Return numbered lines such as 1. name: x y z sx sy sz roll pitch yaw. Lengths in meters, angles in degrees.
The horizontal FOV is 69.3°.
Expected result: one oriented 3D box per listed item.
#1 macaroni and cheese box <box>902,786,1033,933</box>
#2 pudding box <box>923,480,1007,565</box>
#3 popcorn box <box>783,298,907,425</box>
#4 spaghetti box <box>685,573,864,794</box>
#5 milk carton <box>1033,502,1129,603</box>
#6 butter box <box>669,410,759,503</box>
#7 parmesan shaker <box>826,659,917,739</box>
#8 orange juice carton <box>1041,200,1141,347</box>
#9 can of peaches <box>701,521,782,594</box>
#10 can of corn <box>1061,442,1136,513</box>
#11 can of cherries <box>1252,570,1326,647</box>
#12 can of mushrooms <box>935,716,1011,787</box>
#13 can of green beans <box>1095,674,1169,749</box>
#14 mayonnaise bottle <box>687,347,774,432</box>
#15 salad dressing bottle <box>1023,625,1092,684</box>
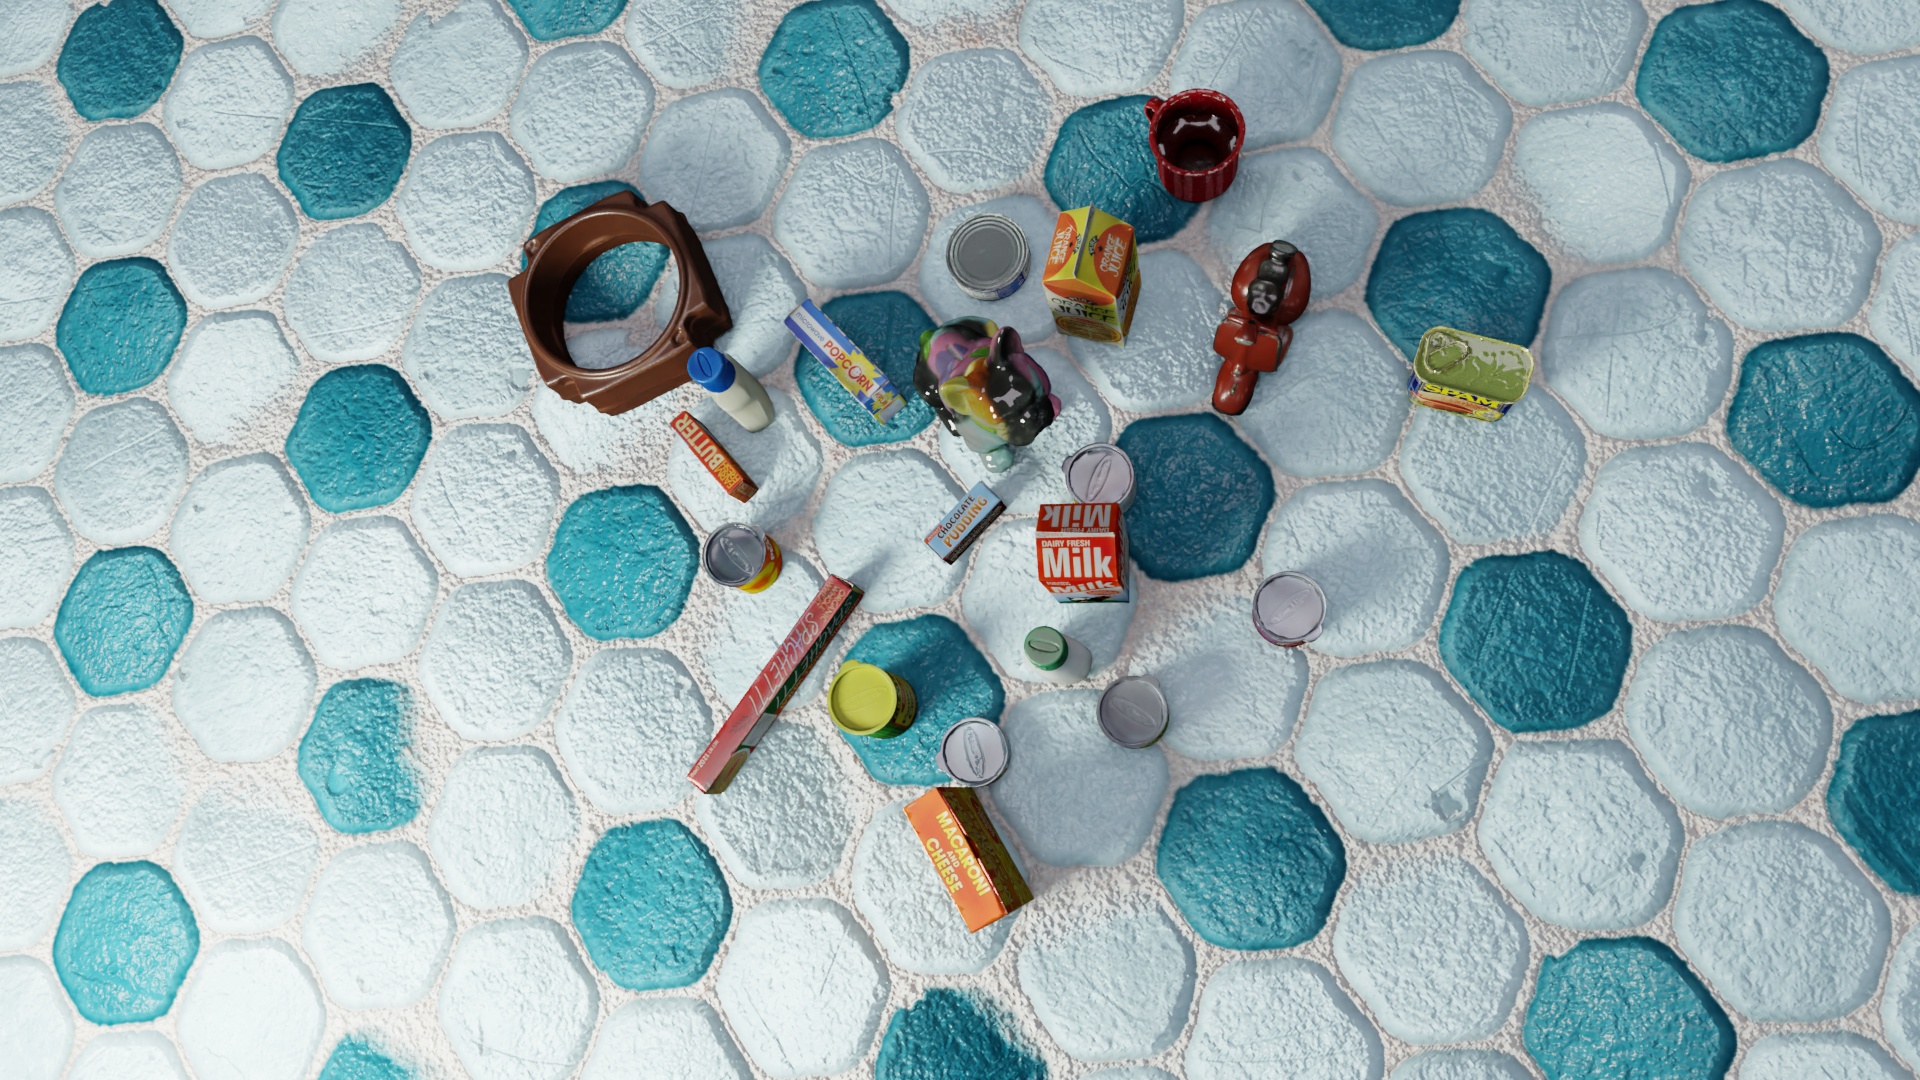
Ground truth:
1. macaroni and cheese box: 0.010 0.283 1.254 0.040 0.166 0.124 -32 76 3
2. pudding box: 0.005 -0.017 1.374 0.084 0.049 0.030 -46 75 -1
3. popcorn box: -0.116 -0.181 1.409 0.038 0.085 0.127 -44 75 0
4. spaghetti box: -0.181 0.142 1.376 0.029 0.050 0.250 35 87 14
5. milk carton: 0.114 0.010 1.276 0.072 0.190 0.073 -1 80 10
6. butter box: -0.253 -0.086 1.432 0.024 0.053 0.103 -42 75 1
7. parmesan shaker: -0.083 0.152 1.329 0.071 0.103 0.071 -2 79 10
8. orange juice carton: 0.125 -0.253 1.325 0.073 0.192 0.072 14 83 12
9. can of peaches: -0.218 0.017 1.403 0.071 0.058 0.071 -2 79 10
10. can of corn: 0.135 -0.058 1.354 0.071 0.058 0.071 -2 79 10
11. can of cherries: 0.308 0.068 1.299 0.071 0.058 0.071 -2 79 10
12. can of mushrooms: 0.013 0.205 1.338 0.071 0.033 0.071 -2 79 10
13. can of green beans: 0.163 0.163 1.307 0.071 0.057 0.071 -2 79 10
14. mayonnaise bottle: -0.231 -0.155 1.392 0.041 0.148 0.065 -28 76 4
15. salad dressing bottle: 0.086 0.106 1.285 0.064 0.147 0.044 11 82 12
